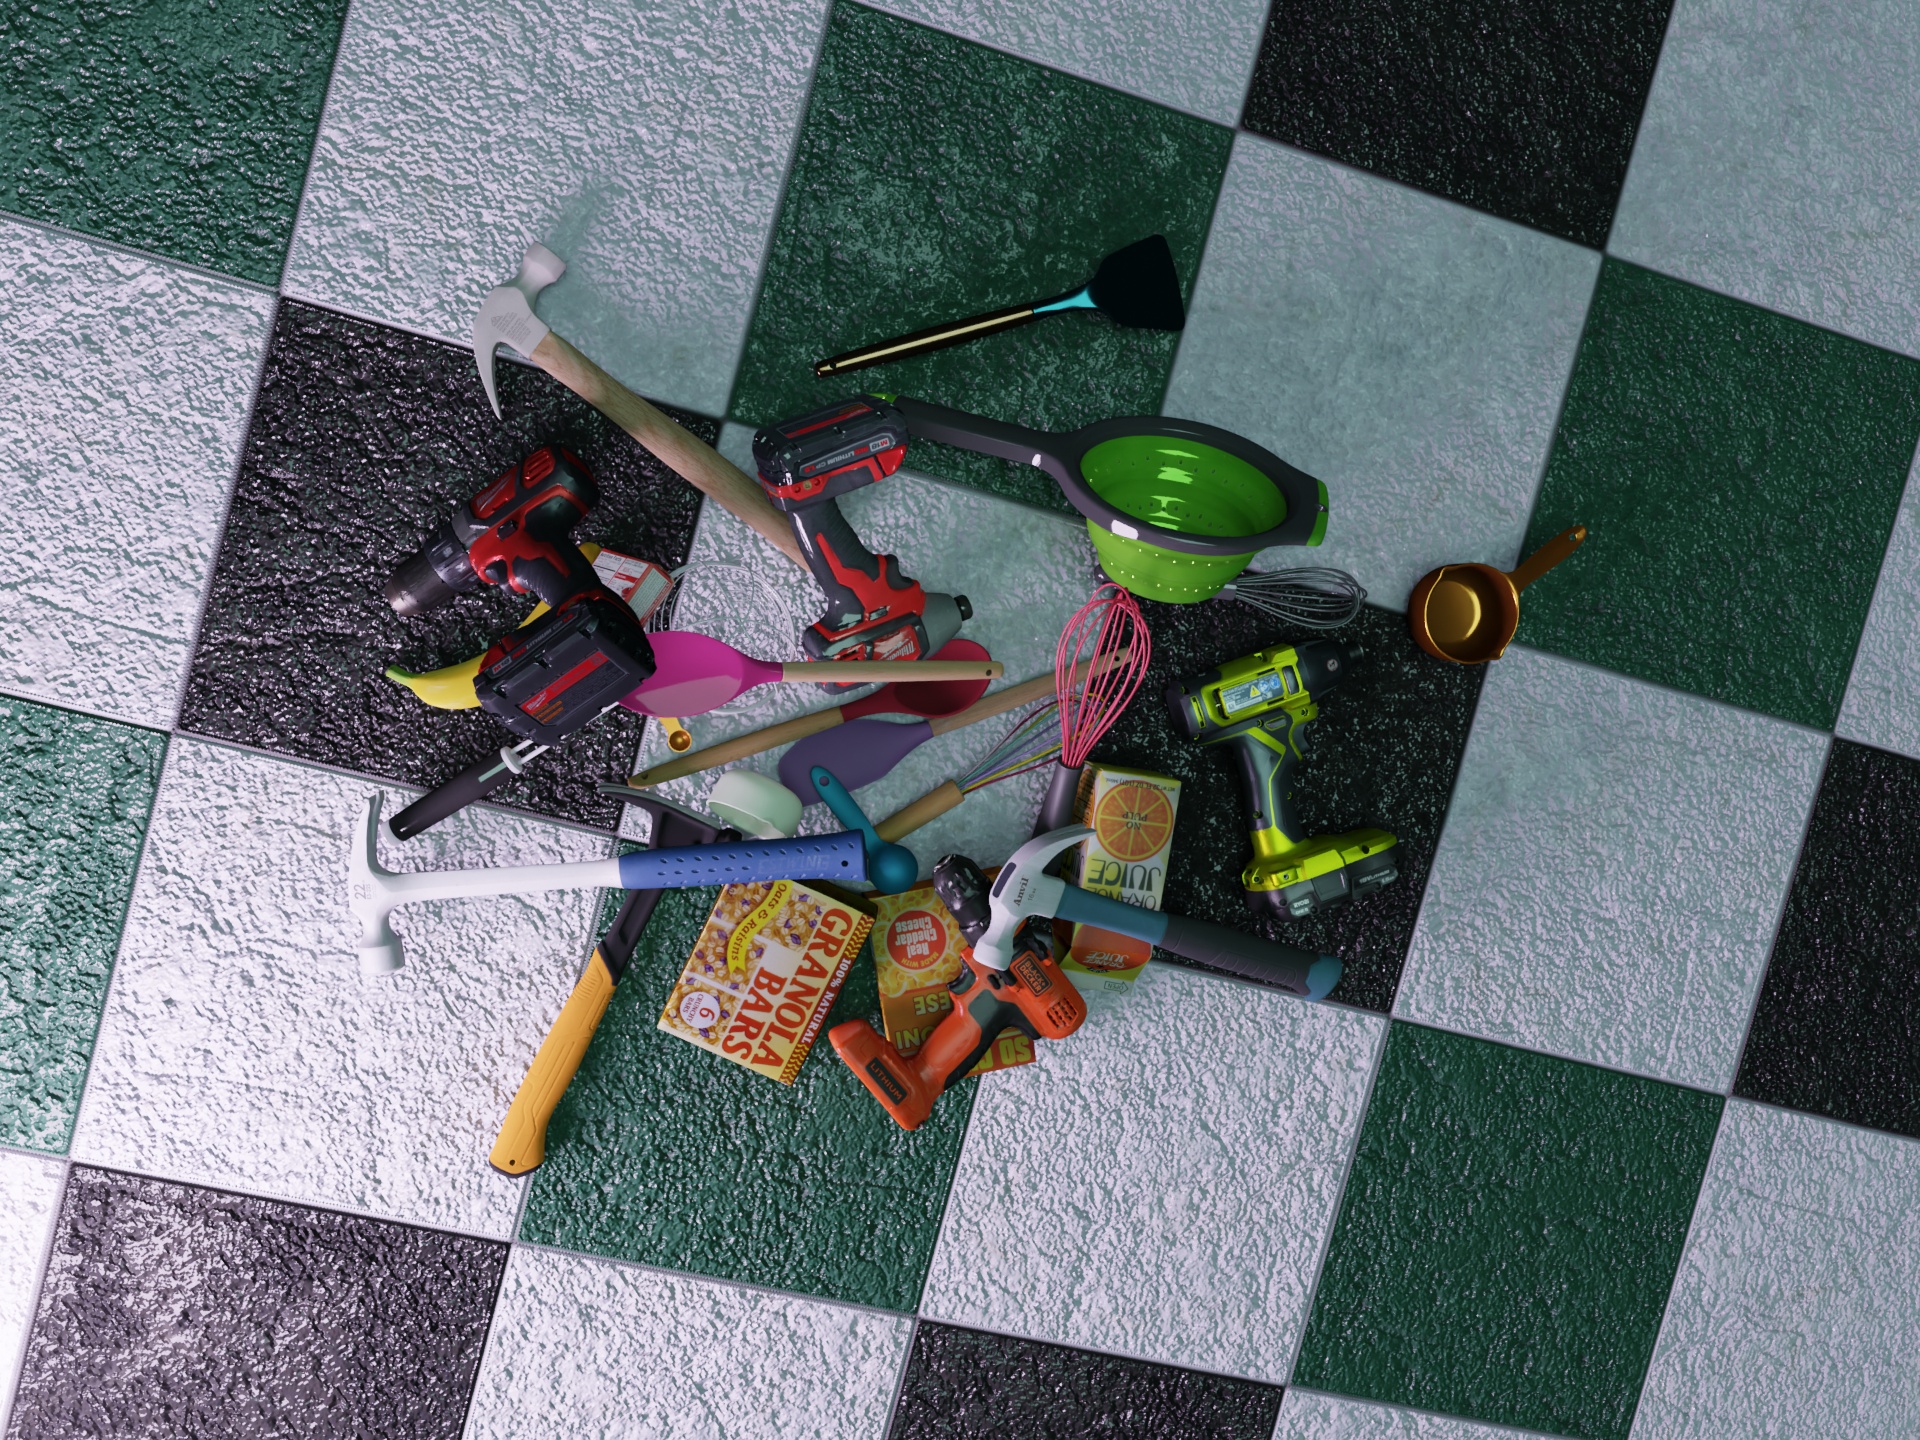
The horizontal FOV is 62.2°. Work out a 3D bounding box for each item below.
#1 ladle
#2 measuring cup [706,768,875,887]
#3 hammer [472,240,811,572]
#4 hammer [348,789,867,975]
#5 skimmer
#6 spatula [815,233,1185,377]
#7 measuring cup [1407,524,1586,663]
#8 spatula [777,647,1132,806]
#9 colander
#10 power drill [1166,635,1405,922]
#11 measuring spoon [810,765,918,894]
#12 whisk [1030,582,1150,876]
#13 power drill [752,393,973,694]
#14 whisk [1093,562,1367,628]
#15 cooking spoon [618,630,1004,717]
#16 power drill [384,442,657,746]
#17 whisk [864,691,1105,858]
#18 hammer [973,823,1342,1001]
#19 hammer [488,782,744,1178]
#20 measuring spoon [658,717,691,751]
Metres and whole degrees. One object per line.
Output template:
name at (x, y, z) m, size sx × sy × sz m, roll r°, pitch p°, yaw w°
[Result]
ladle at (-0.123, 0.004, 1.318) m, size 0.315 × 0.031 × 0.069 m, roll -18°, pitch 63°, yaw -4°
measuring cup at (-0.131, 0.089, 1.315) m, size 0.167 × 0.083 × 0.038 m, roll 32°, pitch 72°, yaw -27°
hammer at (-0.243, -0.229, 1.278) m, size 0.331 × 0.031 × 0.130 m, roll 37°, pitch 88°, yaw -11°
hammer at (-0.277, 0.114, 1.244) m, size 0.405 × 0.035 × 0.144 m, roll -4°, pitch 101°, yaw 1°
skimmer at (-0.301, -0.002, 1.283) m, size 0.363 × 0.090 × 0.127 m, roll -31°, pitch 93°, yaw 7°
spatula at (0.034, -0.329, 1.320) m, size 0.317 × 0.044 × 0.082 m, roll -15°, pitch 98°, yaw -3°
measuring cup at (0.470, -0.119, 1.395) m, size 0.173 × 0.052 × 0.095 m, roll -36°, pitch 100°, yaw -7°
spatula at (-0.002, -0.004, 1.344) m, size 0.316 × 0.018 × 0.060 m, roll -20°, pitch 88°, yaw -7°
colander at (0.095, -0.182, 1.306) m, size 0.397 × 0.205 × 0.094 m, roll 15°, pitch 128°, yaw 5°
power drill at (0.291, 0.046, 1.369) m, size 0.171 × 0.080 × 0.223 m, roll -19°, pitch 95°, yaw -7°
measuring spoon at (-0.082, 0.088, 1.312) m, size 0.042 × 0.021 × 0.128 m, roll -38°, pitch 89°, yaw -12°
whisk at (0.094, 0.019, 1.287) m, size 0.073 × 0.073 × 0.295 m, roll 6°, pitch 125°, yaw -10°
power drill at (-0.074, -0.138, 1.268) m, size 0.143 × 0.079 × 0.219 m, roll -22°, pitch 118°, yaw -14°
whisk at (0.231, -0.114, 1.362) m, size 0.239 × 0.055 × 0.055 m, roll 6°, pitch 94°, yaw -5°
cooking spoon at (-0.116, -0.038, 1.246) m, size 0.318 × 0.017 × 0.068 m, roll -1°, pitch 107°, yaw -20°
power drill at (-0.338, -0.089, 1.196) m, size 0.188 × 0.227 × 0.080 m, roll -34°, pitch 143°, yaw 6°
whisk at (0.017, 0.046, 1.344) m, size 0.245 × 0.051 × 0.047 m, roll -31°, pitch 62°, yaw -1°
hammer at (0.175, 0.176, 1.310) m, size 0.330 × 0.033 × 0.128 m, roll 18°, pitch 91°, yaw -23°
hammer at (-0.306, 0.217, 1.302) m, size 0.127 × 0.034 × 0.337 m, roll 26°, pitch 91°, yaw -18°
measuring spoon at (-0.252, -0.027, 1.307) m, size 0.021 × 0.011 × 0.117 m, roll -26°, pitch 95°, yaw -4°
